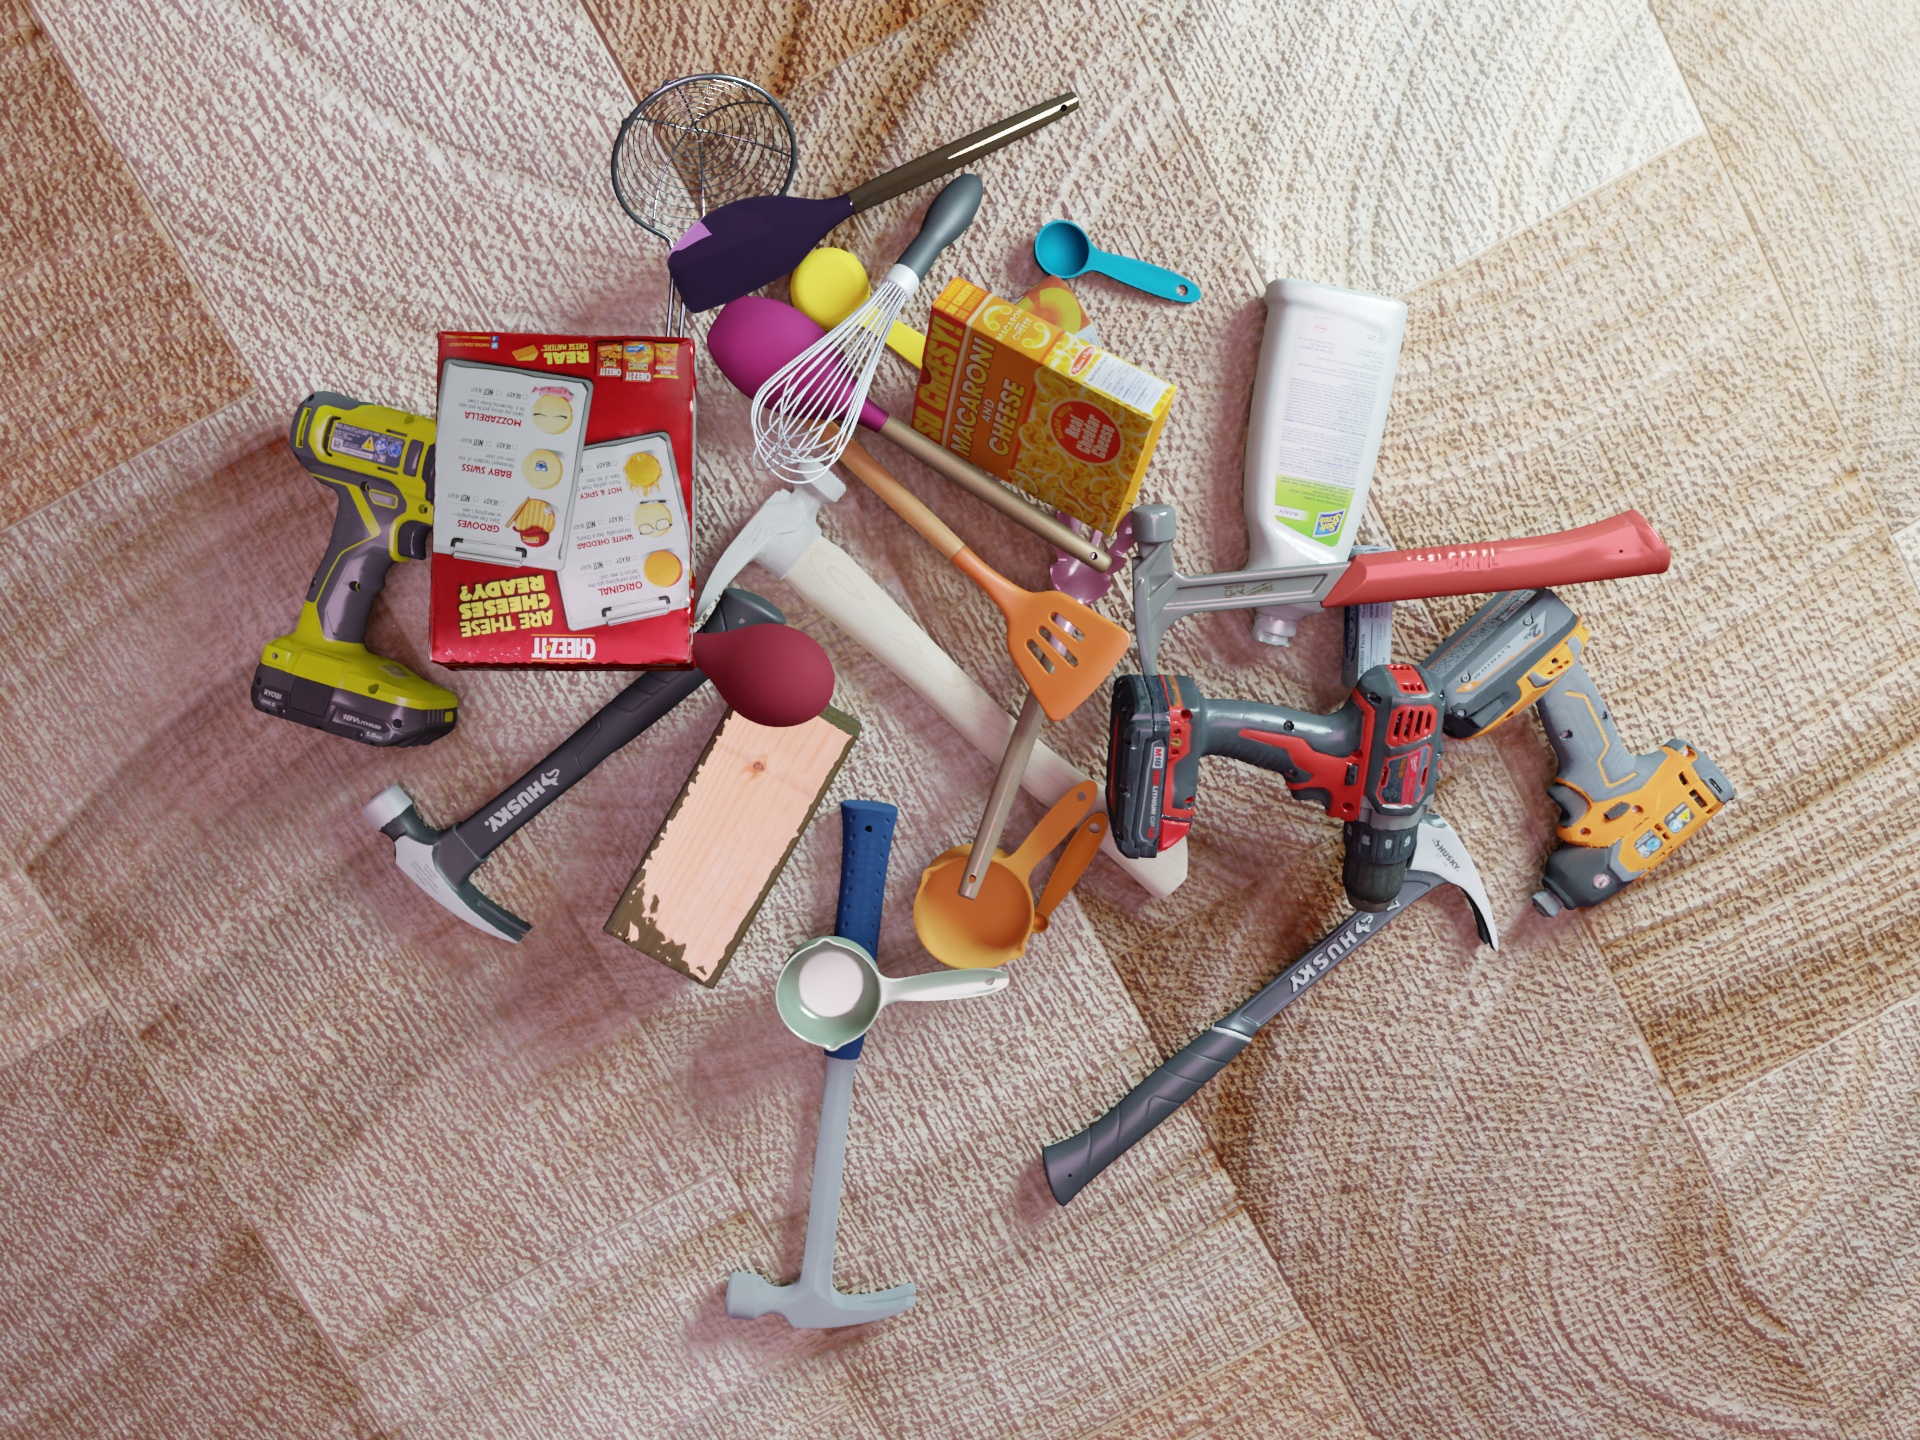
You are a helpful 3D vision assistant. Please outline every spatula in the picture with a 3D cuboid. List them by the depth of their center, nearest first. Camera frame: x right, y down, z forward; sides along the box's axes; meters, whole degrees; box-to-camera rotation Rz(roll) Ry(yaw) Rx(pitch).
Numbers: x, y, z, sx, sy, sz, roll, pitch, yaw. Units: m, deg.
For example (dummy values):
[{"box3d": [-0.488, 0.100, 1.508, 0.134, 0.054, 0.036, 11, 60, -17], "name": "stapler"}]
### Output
[{"box3d": [-0.055, -0.365, 1.087, 0.316, 0.018, 0.059, -28, 122, -12], "name": "spatula"}, {"box3d": [-0.020, -0.134, 1.116, 0.322, 0.041, 0.081, 43, 100, 4], "name": "spatula"}]

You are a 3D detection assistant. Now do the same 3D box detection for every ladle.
[{"box3d": [-0.231, -0.069, 1.097, 0.315, 0.031, 0.069, 20, 83, 17], "name": "ladle"}]

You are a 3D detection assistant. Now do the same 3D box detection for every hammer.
[{"box3d": [0.300, -0.091, 1.100, 0.359, 0.037, 0.149, -5, 108, 6], "name": "hammer"}, {"box3d": [-0.260, 0.022, 1.136, 0.335, 0.035, 0.146, -37, 97, 10], "name": "hammer"}, {"box3d": [-0.002, -0.004, 1.162, 0.410, 0.038, 0.146, 41, 95, -7], "name": "hammer"}, {"box3d": [-0.084, 0.262, 1.192, 0.144, 0.035, 0.405, 7, 97, -3], "name": "hammer"}, {"box3d": [0.223, 0.226, 1.201, 0.409, 0.036, 0.149, -41, 98, 3], "name": "hammer"}]

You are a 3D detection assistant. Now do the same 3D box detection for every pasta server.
[{"box3d": [0.057, -0.024, 1.126, 0.060, 0.040, 0.316, 19, 80, 7], "name": "pasta server"}]

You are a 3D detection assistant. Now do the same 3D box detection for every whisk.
[{"box3d": [-0.058, -0.271, 1.070, 0.070, 0.070, 0.285, 34, 66, -6], "name": "whisk"}]

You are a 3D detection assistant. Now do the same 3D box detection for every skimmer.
[{"box3d": [-0.189, -0.250, 1.095, 0.127, 0.090, 0.363, 1, 100, -31], "name": "skimmer"}]

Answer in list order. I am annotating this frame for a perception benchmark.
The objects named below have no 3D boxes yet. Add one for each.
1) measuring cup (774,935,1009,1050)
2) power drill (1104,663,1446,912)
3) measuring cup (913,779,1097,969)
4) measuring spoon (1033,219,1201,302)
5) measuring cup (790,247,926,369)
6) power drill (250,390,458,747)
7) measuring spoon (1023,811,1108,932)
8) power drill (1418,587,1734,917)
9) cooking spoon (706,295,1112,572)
[{"box3d": [-0.049, 0.189, 1.148, 0.167, 0.038, 0.083, -4, 97, -3], "name": "measuring cup"}, {"box3d": [0.219, 0.051, 1.112, 0.226, 0.080, 0.187, 0, 118, -2], "name": "power drill"}, {"box3d": [0.038, 0.103, 1.162, 0.095, 0.052, 0.173, 41, 98, -7], "name": "measuring cup"}, {"box3d": [0.111, -0.321, 1.139, 0.128, 0.021, 0.042, 15, 84, -13], "name": "measuring spoon"}, {"box3d": [-0.051, -0.278, 1.127, 0.156, 0.029, 0.062, 33, 95, -4], "name": "measuring cup"}, {"box3d": [-0.393, -0.100, 1.102, 0.171, 0.080, 0.223, 16, 95, 9], "name": "power drill"}, {"box3d": [0.078, 0.111, 1.173, 0.021, 0.011, 0.117, 27, 116, -3], "name": "measuring spoon"}, {"box3d": [0.435, 0.029, 1.163, 0.164, 0.084, 0.226, -43, 101, 4], "name": "power drill"}, {"box3d": [-0.031, -0.191, 1.097, 0.319, 0.017, 0.069, 32, 92, -7], "name": "cooking spoon"}]
